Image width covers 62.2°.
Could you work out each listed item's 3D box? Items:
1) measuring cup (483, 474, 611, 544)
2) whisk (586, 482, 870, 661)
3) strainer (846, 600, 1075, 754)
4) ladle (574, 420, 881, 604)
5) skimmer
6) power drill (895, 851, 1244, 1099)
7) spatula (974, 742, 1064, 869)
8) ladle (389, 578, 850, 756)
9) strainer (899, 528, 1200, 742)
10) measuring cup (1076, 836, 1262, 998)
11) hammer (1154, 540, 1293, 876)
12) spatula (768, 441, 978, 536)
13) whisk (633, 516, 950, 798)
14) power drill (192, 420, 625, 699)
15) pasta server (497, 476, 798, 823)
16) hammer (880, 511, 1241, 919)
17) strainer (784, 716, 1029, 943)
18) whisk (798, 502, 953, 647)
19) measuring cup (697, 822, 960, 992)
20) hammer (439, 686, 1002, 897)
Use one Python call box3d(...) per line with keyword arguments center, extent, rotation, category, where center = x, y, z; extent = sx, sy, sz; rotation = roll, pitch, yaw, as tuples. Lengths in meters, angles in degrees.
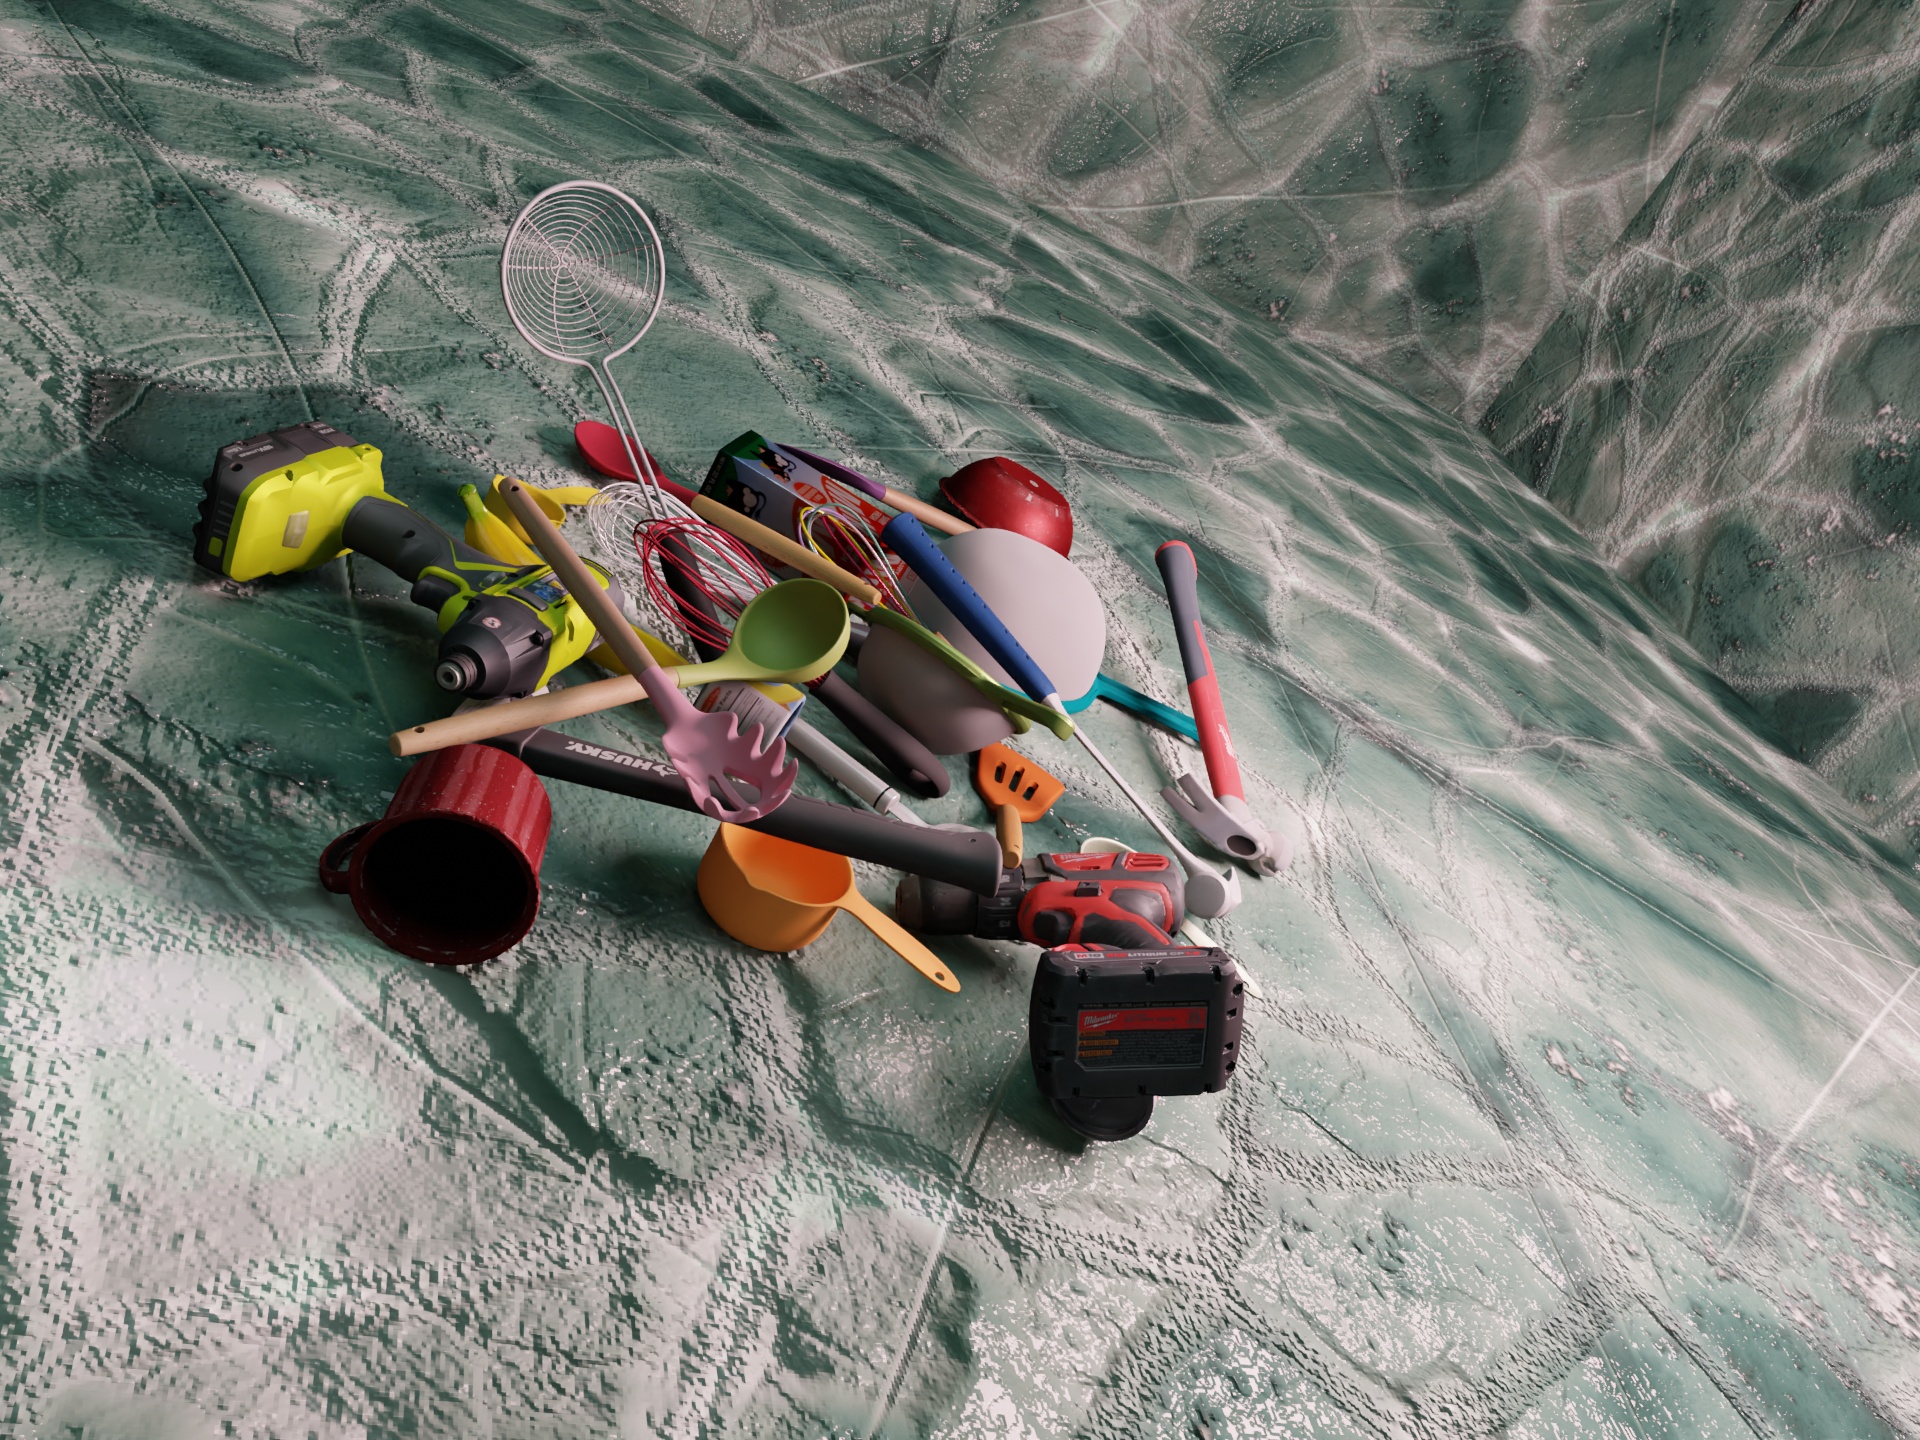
box3d(center=(-0.308, -0.159, 1.206), extent=(0.062, 0.029, 0.156), rotation=(36, 16, 6), category="measuring cup")
box3d(center=(-0.160, -0.103, 1.236), extent=(0.284, 0.070, 0.070), rotation=(28, 27, -21), category="whisk")
box3d(center=(-0.002, -0.004, 1.149), extent=(0.151, 0.069, 0.256), rotation=(41, -7, -29), category="strainer")
box3d(center=(-0.188, -0.163, 1.260), extent=(0.316, 0.031, 0.069), rotation=(30, 25, 23), category="ladle")
box3d(center=(-0.222, -0.201, 1.131), extent=(0.127, 0.090, 0.363), rotation=(-18, 82, -33), category="skimmer")
box3d(center=(0.062, 0.139, 0.963), extent=(0.188, 0.080, 0.227), rotation=(0, 16, -8), category="power drill")
box3d(center=(0.038, 0.062, 1.122), extent=(0.081, 0.041, 0.322), rotation=(32, 5, -2), category="spatula")
box3d(center=(-0.193, -0.031, 0.956), extent=(0.078, 0.062, 0.320), rotation=(34, 33, 31), category="ladle")
box3d(center=(0.109, -0.080, 1.428), extent=(0.340, 0.095, 0.211), rotation=(26, 28, -11), category="strainer")
box3d(center=(0.144, 0.153, 1.153), extent=(0.168, 0.038, 0.083), rotation=(41, 28, 11), category="measuring cup")
box3d(center=(0.208, -0.040, 1.428), extent=(0.143, 0.038, 0.387), rotation=(35, 32, -32), category="hammer")
box3d(center=(-0.056, -0.203, 1.471), extent=(0.060, 0.018, 0.315), rotation=(20, 2, 39), category="spatula")
box3d(center=(-0.113, -0.041, 1.119), extent=(0.295, 0.073, 0.073), rotation=(42, 24, -20), category="whisk")
box3d(center=(-0.336, -0.091, 0.963), extent=(0.223, 0.080, 0.171), rotation=(27, 24, 4), category="power drill")
box3d(center=(-0.194, -0.049, 0.924), extent=(0.060, 0.040, 0.316), rotation=(-24, 57, -28), category="pasta server")
box3d(center=(0.076, -0.006, 1.238), extent=(0.406, 0.035, 0.144), rotation=(50, 8, 15), category="hammer")
box3d(center=(-0.045, 0.061, 1.104), extent=(0.258, 0.050, 0.087), rotation=(37, 42, 14), category="strainer")
box3d(center=(-0.040, -0.083, 1.282), extent=(0.245, 0.051, 0.047), rotation=(46, 2, -11), category="whisk")
box3d(center=(-0.081, 0.122, 0.952), extent=(0.173, 0.052, 0.095), rotation=(37, 28, 5), category="measuring cup")
box3d(center=(-0.138, 0.048, 0.916), extent=(0.335, 0.035, 0.146), rotation=(14, 24, 5), category="hammer")
